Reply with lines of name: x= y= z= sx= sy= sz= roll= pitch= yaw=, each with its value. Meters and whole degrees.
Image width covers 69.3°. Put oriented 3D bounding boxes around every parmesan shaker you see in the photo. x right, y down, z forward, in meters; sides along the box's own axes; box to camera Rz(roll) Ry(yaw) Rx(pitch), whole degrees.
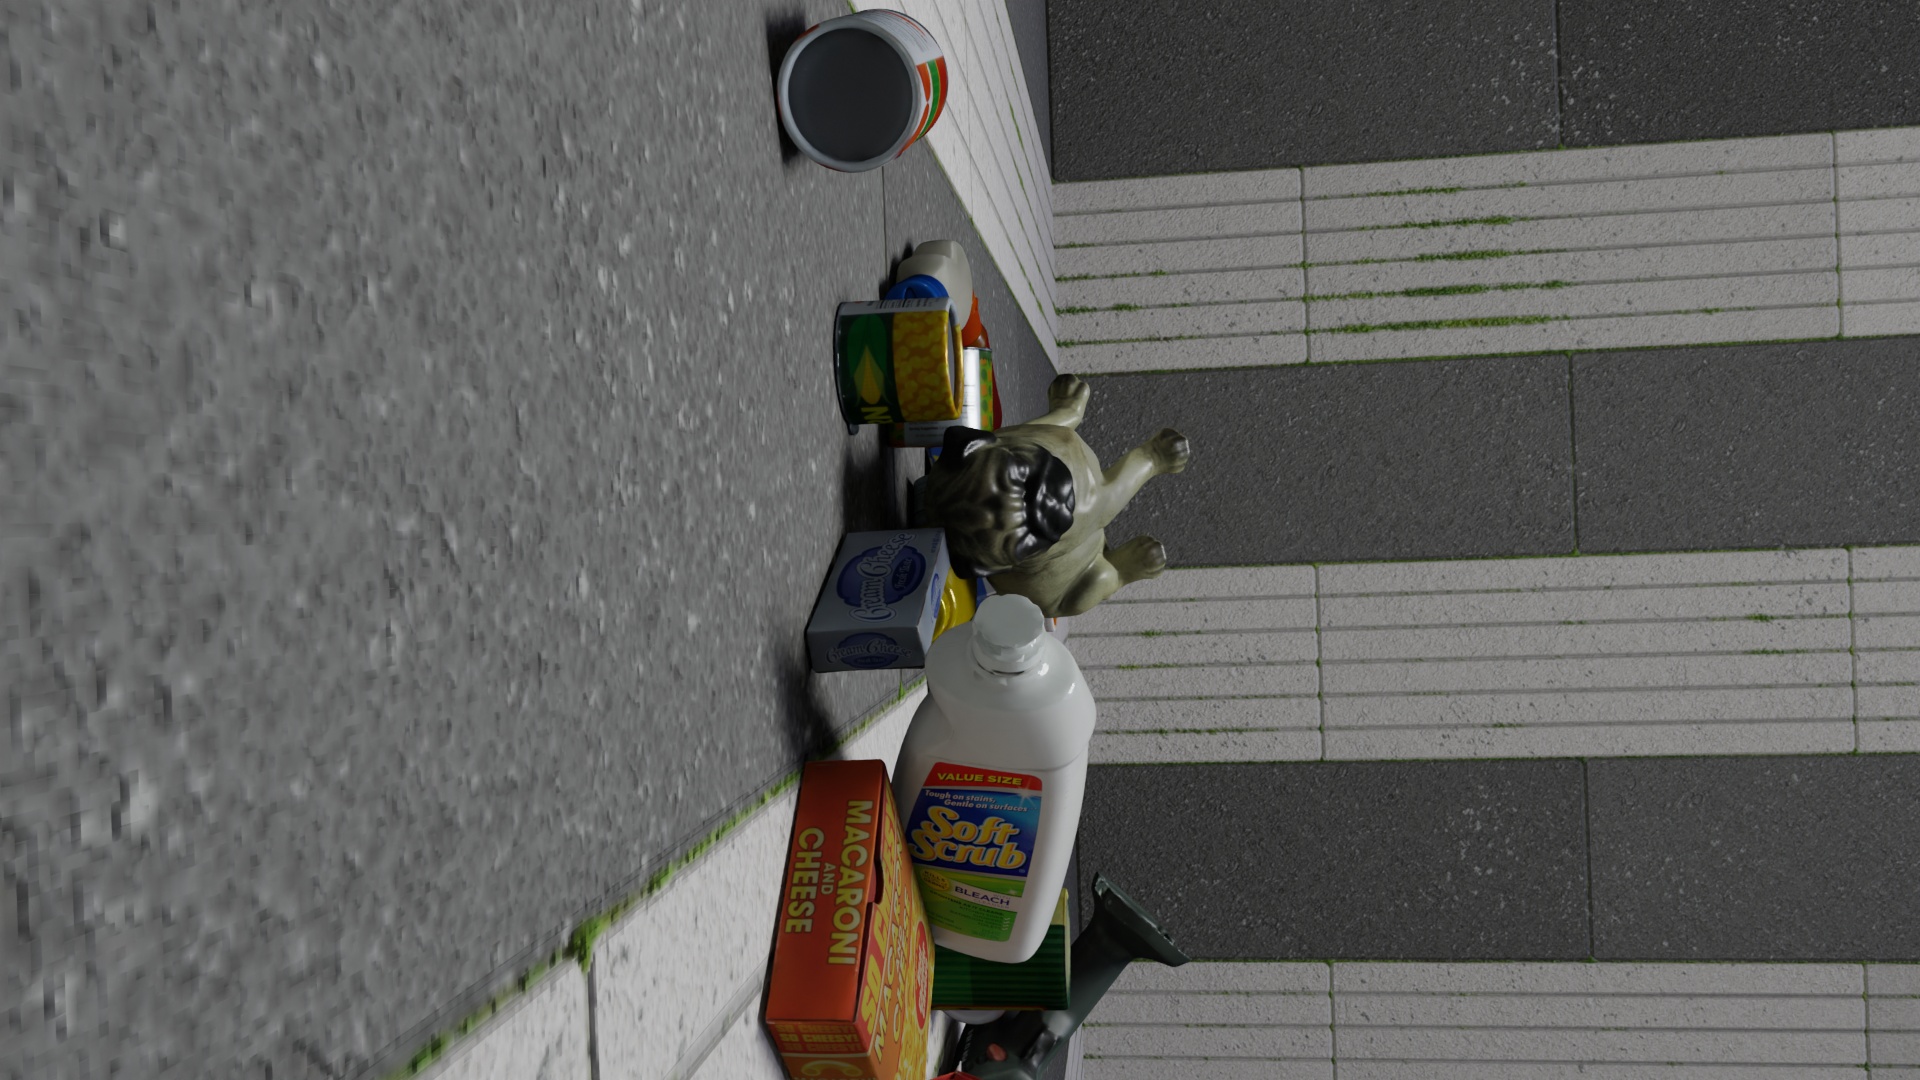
parmesan shaker: x=0.008 y=0.229 z=0.773 sx=0.071 sy=0.103 sz=0.071 roll=-5 pitch=93 yaw=-83

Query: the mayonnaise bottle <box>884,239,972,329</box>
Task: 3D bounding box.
mayonnaise bottle: x=-0.020 y=-0.161 z=0.911 sx=0.148 sy=0.041 sz=0.064 roll=-65 pitch=150 yaw=-72

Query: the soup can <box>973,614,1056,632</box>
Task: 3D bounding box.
soup can: x=0.031 y=0.038 z=1.080 sx=0.071 sy=0.084 sz=0.071 roll=-5 pitch=93 yaw=-83

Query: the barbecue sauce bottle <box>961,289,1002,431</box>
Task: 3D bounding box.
barbecue sauce bottle: x=0.003 y=-0.137 z=1.072 sx=0.147 sy=0.044 sz=0.065 roll=76 pitch=14 yaw=-55

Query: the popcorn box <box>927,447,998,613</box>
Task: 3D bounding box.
popcorn box: x=0.014 y=-0.002 z=1.014 sx=0.085 sy=0.038 sz=0.127 roll=69 pitch=4 yaw=-66

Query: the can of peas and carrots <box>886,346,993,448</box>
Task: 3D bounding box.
can of peas and carrots: x=-0.013 y=-0.086 z=0.845 sx=0.071 sy=0.071 sz=0.058 roll=-19 pitch=108 yaw=-82

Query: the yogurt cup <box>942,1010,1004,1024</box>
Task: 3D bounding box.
yogurt cup: x=0.012 y=0.290 z=0.944 sx=0.054 sy=0.072 sz=0.072 roll=-57 pitch=145 yaw=-64

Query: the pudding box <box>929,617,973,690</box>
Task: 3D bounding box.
pudding box: x=-0.005 y=0.098 z=0.992 sx=0.050 sy=0.030 sz=0.083 roll=-59 pitch=146 yaw=-76

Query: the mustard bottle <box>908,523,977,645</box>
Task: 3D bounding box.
mustard bottle: x=-0.021 y=0.030 z=0.813 sx=0.160 sy=0.049 sz=0.065 roll=-54 pitch=135 yaw=-78

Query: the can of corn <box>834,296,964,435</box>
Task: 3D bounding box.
can of corn: x=-0.031 y=-0.092 z=0.735 sx=0.071 sy=0.058 sz=0.071 roll=-5 pitch=93 yaw=-82

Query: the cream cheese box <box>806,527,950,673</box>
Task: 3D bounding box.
cream cheese box: x=-0.038 y=0.027 z=0.668 sx=0.104 sy=0.053 sz=0.024 roll=-77 pitch=162 yaw=-63

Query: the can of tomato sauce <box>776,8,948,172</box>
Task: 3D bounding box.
can of tomato sauce: x=-0.044 y=-0.206 z=0.639 sx=0.083 sy=0.071 sz=0.071 roll=-73 pitch=160 yaw=-66

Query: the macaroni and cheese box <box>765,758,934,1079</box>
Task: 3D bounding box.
macaroni and cheese box: x=-0.043 y=0.197 z=0.626 sx=0.124 sy=0.040 sz=0.165 roll=-86 pitch=171 yaw=-45

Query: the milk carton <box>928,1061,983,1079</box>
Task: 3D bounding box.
milk carton: x=-0.010 y=0.343 z=0.717 sx=0.191 sy=0.073 sz=0.072 roll=-32 pitch=120 yaw=-82

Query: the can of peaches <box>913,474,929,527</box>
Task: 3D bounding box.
can of peaches: x=0.003 y=-0.012 z=0.933 sx=0.071 sy=0.071 sz=0.058 roll=60 pitch=28 yaw=-75
